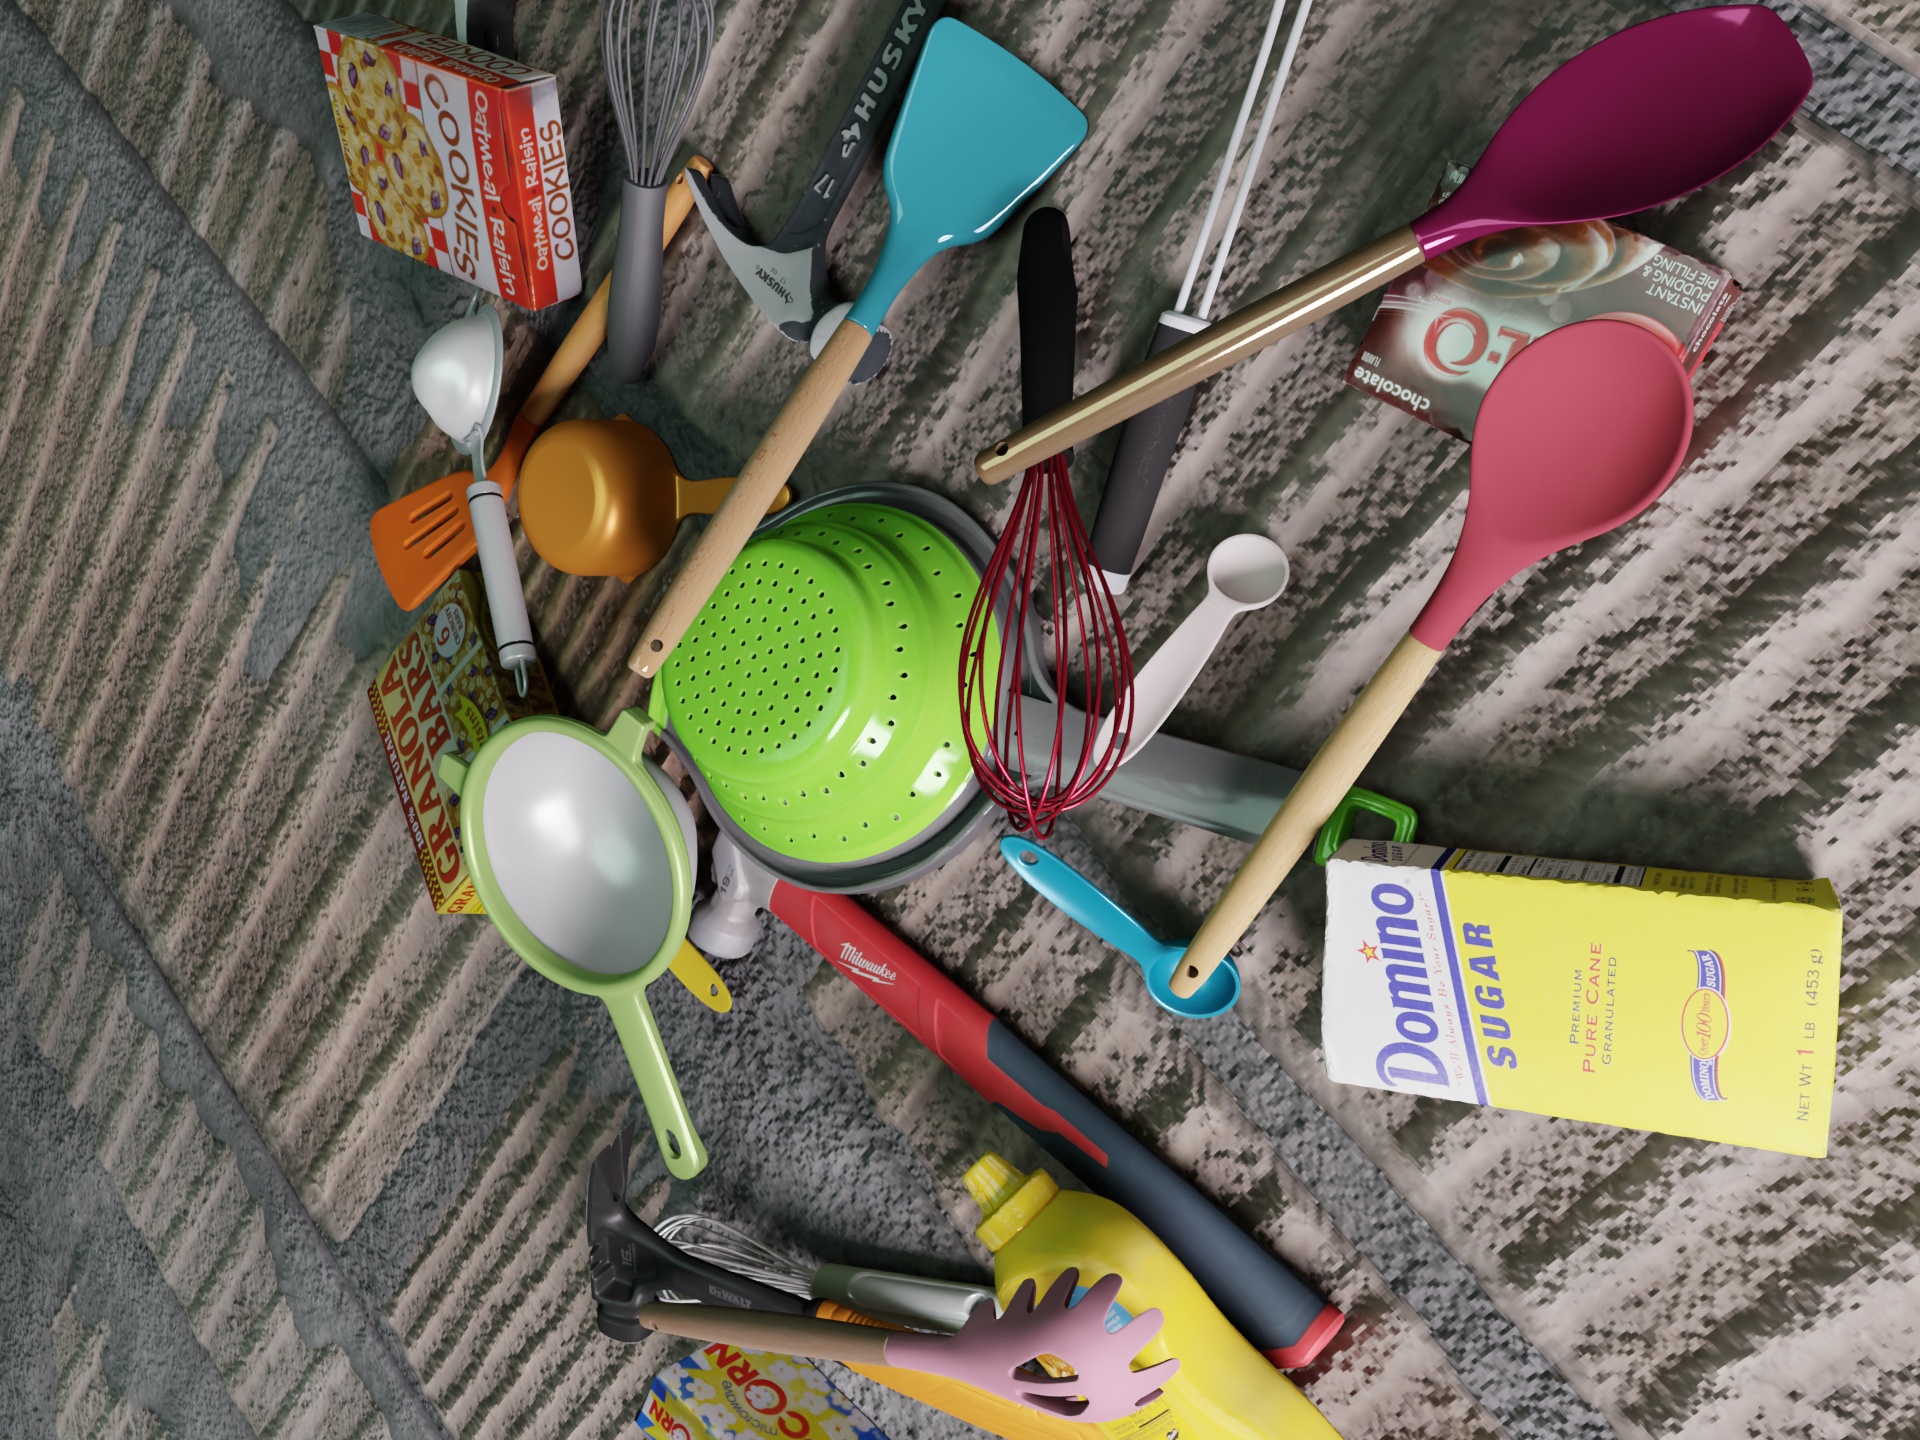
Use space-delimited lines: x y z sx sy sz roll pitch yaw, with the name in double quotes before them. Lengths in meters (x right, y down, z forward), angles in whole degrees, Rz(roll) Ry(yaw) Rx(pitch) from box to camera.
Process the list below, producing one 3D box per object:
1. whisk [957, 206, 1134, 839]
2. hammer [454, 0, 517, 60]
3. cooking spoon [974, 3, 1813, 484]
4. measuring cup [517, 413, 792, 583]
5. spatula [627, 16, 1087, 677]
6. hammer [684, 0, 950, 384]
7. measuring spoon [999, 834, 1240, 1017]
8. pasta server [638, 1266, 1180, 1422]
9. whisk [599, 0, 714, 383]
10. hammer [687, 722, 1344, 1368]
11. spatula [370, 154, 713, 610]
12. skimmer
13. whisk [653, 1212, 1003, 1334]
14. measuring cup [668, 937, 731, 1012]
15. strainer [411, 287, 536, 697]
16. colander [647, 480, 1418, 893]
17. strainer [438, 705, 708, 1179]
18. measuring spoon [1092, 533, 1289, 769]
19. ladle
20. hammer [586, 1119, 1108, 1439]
"whisk" 0.036 -0.093 0.664 0.073 0.073 0.296 -15 63 35
"hammer" -0.157 -0.392 0.806 0.335 0.035 0.146 15 104 40
"cooking spoon" 0.144 -0.164 0.586 0.319 0.017 0.069 -25 69 19
"measuring cup" -0.170 -0.120 0.855 0.174 0.052 0.095 5 98 36
"spatula" -0.059 -0.156 0.706 0.082 0.044 0.317 32 84 -13
"hammer" 0.001 -0.364 0.722 0.149 0.036 0.408 45 117 24
"measuring spoon" 0.070 0.084 0.699 0.128 0.021 0.042 38 126 -9
"pasta server" -0.042 0.276 0.716 0.316 0.040 0.060 -14 100 42
"whisk" -0.158 -0.269 0.799 0.055 0.055 0.238 42 139 24
"hammer" 0.023 0.152 0.761 0.387 0.038 0.143 36 112 27
"spatula" -0.239 -0.192 0.903 0.322 0.041 0.081 -46 58 28
"skimmer" 0.109 -0.214 0.628 0.127 0.090 0.363 17 110 0
"whisk" -0.079 0.299 0.845 0.246 0.059 0.058 -4 53 31
"measuring cup" -0.172 0.105 0.899 0.157 0.029 0.062 44 118 20
"strainer" -0.265 -0.132 0.877 0.087 0.050 0.259 -35 65 46
"colander" -0.001 -0.002 0.707 0.397 0.094 0.204 16 90 27
"strainer" -0.168 0.112 0.839 0.151 0.069 0.256 -12 100 33
"measuring spoon" 0.095 -0.027 0.668 0.034 0.018 0.124 35 78 18
"ladle" 0.163 -0.009 0.606 0.069 0.031 0.315 37 116 14
"hammer" -0.040 0.304 0.784 0.337 0.034 0.127 13 117 22
